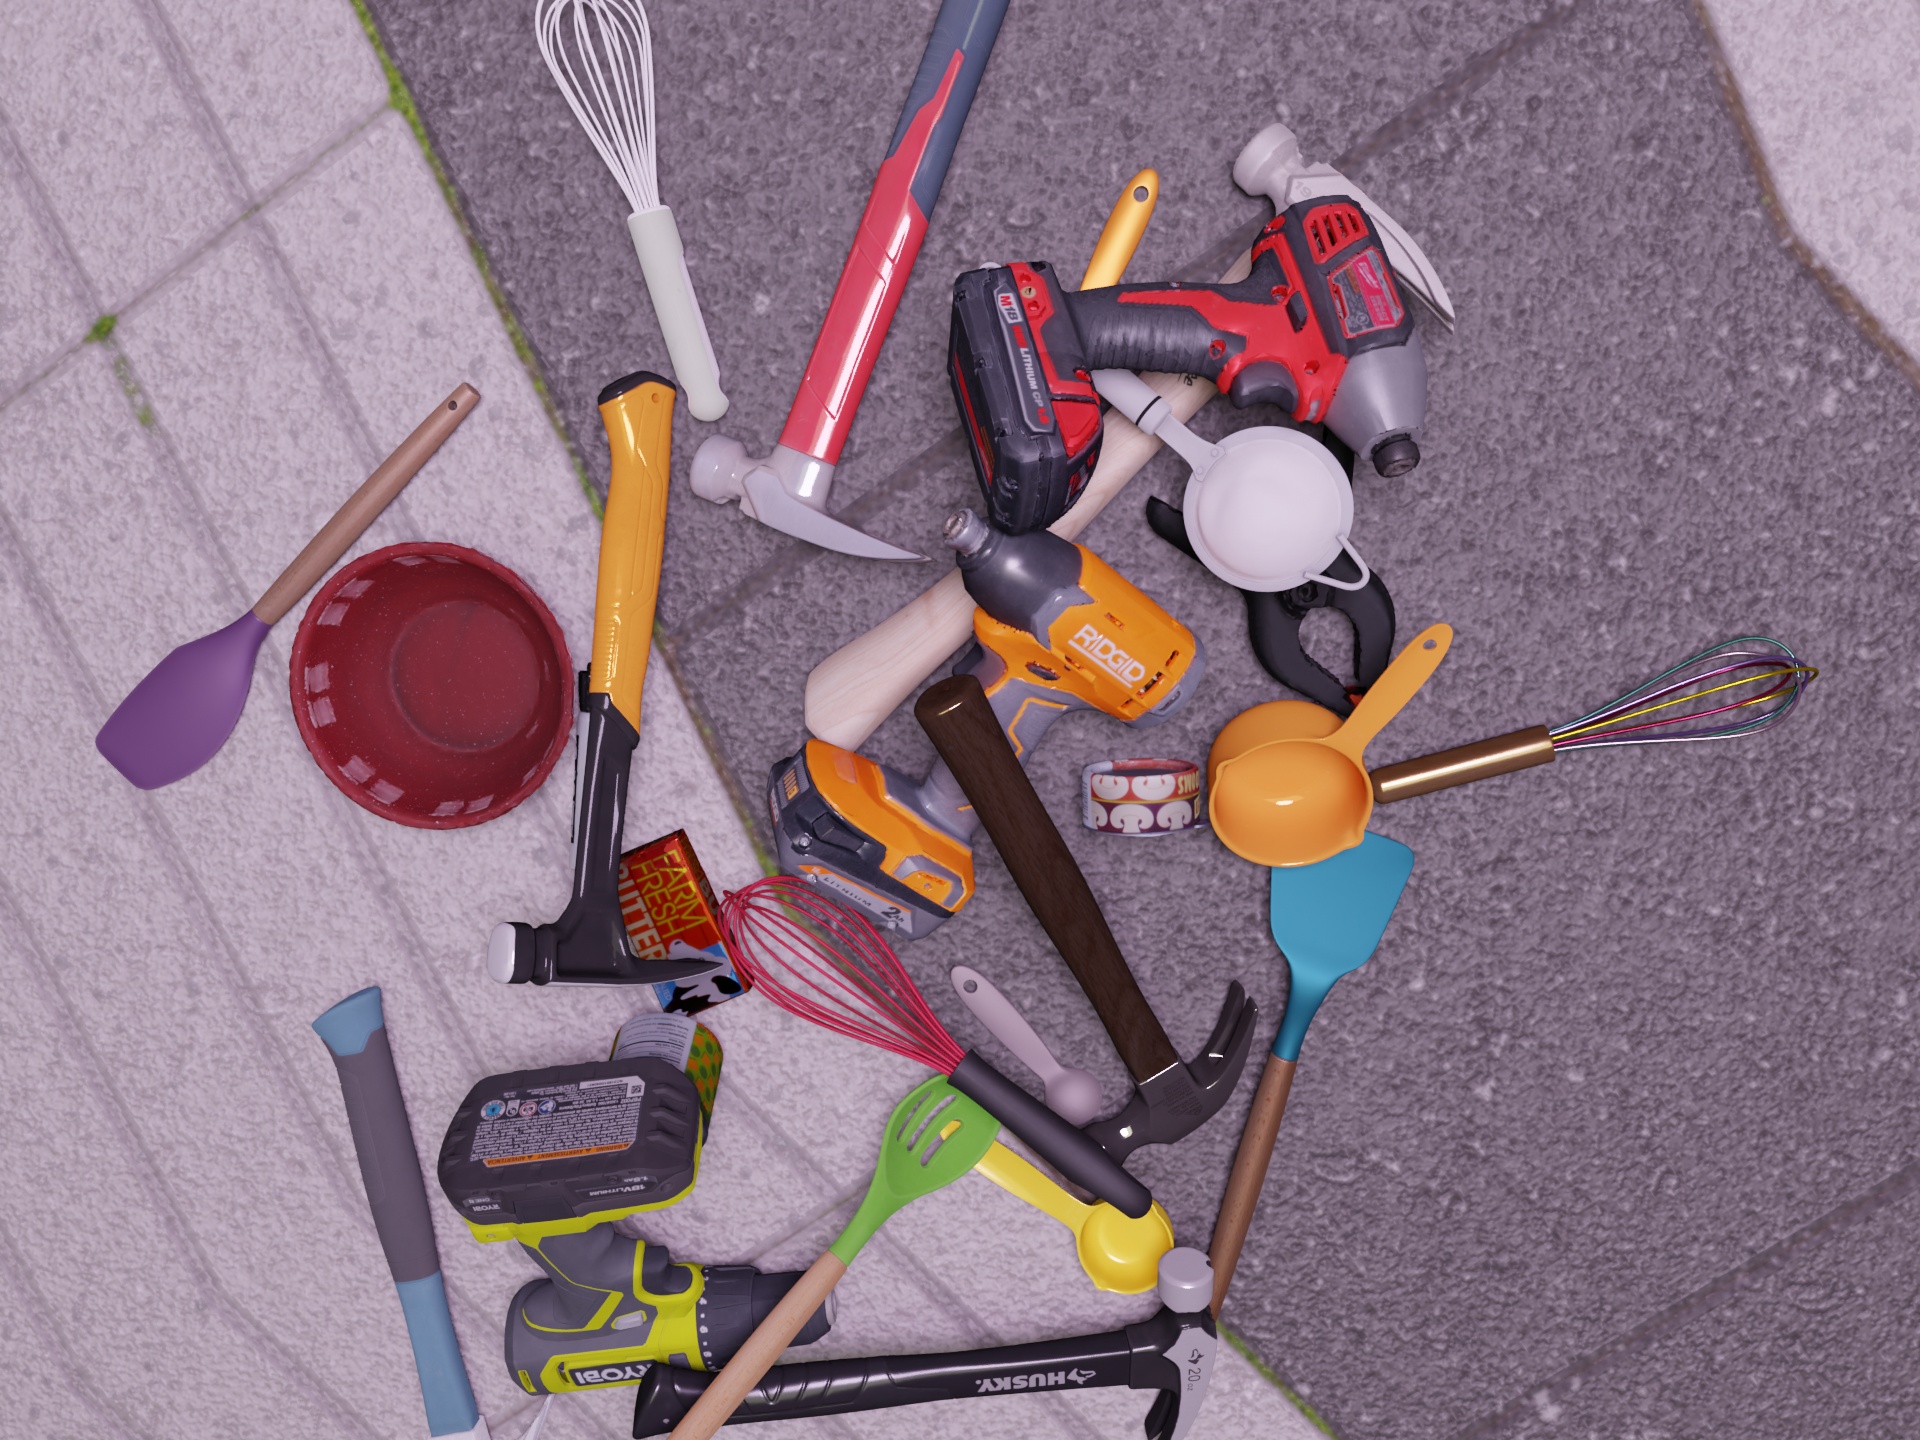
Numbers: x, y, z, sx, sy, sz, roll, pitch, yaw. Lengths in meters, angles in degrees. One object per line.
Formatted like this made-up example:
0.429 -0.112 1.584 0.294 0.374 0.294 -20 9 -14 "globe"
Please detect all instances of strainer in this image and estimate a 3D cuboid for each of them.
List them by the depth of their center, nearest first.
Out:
0.104 -0.149 0.814 0.258 0.050 0.087 42 117 7 "strainer"

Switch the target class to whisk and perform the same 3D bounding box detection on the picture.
-0.171 -0.284 0.865 0.059 0.058 0.246 -17 102 -3 "whisk"
0.348 0.004 0.881 0.245 0.047 0.051 -15 98 8 "whisk"
-0.016 0.181 0.888 0.296 0.073 0.073 36 98 10 "whisk"

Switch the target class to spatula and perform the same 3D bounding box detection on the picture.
-0.384 -0.076 0.918 0.060 0.018 0.316 45 99 -5 "spatula"
0.183 0.215 0.930 0.082 0.044 0.317 15 103 3 "spatula"

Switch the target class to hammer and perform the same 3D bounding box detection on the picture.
-0.016 -0.278 0.850 0.143 0.038 0.386 23 97 14 "hammer"
0.064 0.109 0.852 0.130 0.031 0.331 -31 120 -3 "hammer"
0.074 -0.124 0.865 0.410 0.038 0.146 -45 75 10 "hammer"
-0.180 -0.023 0.873 0.127 0.034 0.337 8 83 -39 "hammer"
-0.020 0.382 0.915 0.334 0.035 0.146 -4 116 -5 "hammer"
-0.334 0.323 0.964 0.128 0.033 0.331 -11 97 5 "hammer"

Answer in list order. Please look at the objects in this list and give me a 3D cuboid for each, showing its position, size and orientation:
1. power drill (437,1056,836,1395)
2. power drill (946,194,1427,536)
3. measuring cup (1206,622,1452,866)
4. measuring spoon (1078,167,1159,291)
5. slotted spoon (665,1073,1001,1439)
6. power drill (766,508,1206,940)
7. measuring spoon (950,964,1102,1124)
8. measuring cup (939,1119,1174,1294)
-0.179 0.295 0.895 0.190 0.080 0.228 -7 128 2 "power drill"
0.113 -0.165 0.761 0.219 0.078 0.143 -13 72 -7 "power drill"
0.201 0.002 0.856 0.095 0.052 0.173 28 120 -14 "measuring cup"
0.080 -0.248 0.873 0.021 0.011 0.117 26 98 -1 "measuring spoon"
-0.087 0.318 0.883 0.314 0.031 0.070 -47 119 -20 "slotted spoon"
-0.001 -0.003 0.841 0.164 0.084 0.226 35 109 -31 "power drill"
0.037 0.191 0.933 0.034 0.018 0.124 -41 97 7 "measuring spoon"
0.057 0.281 0.948 0.156 0.029 0.062 31 99 10 "measuring cup"
